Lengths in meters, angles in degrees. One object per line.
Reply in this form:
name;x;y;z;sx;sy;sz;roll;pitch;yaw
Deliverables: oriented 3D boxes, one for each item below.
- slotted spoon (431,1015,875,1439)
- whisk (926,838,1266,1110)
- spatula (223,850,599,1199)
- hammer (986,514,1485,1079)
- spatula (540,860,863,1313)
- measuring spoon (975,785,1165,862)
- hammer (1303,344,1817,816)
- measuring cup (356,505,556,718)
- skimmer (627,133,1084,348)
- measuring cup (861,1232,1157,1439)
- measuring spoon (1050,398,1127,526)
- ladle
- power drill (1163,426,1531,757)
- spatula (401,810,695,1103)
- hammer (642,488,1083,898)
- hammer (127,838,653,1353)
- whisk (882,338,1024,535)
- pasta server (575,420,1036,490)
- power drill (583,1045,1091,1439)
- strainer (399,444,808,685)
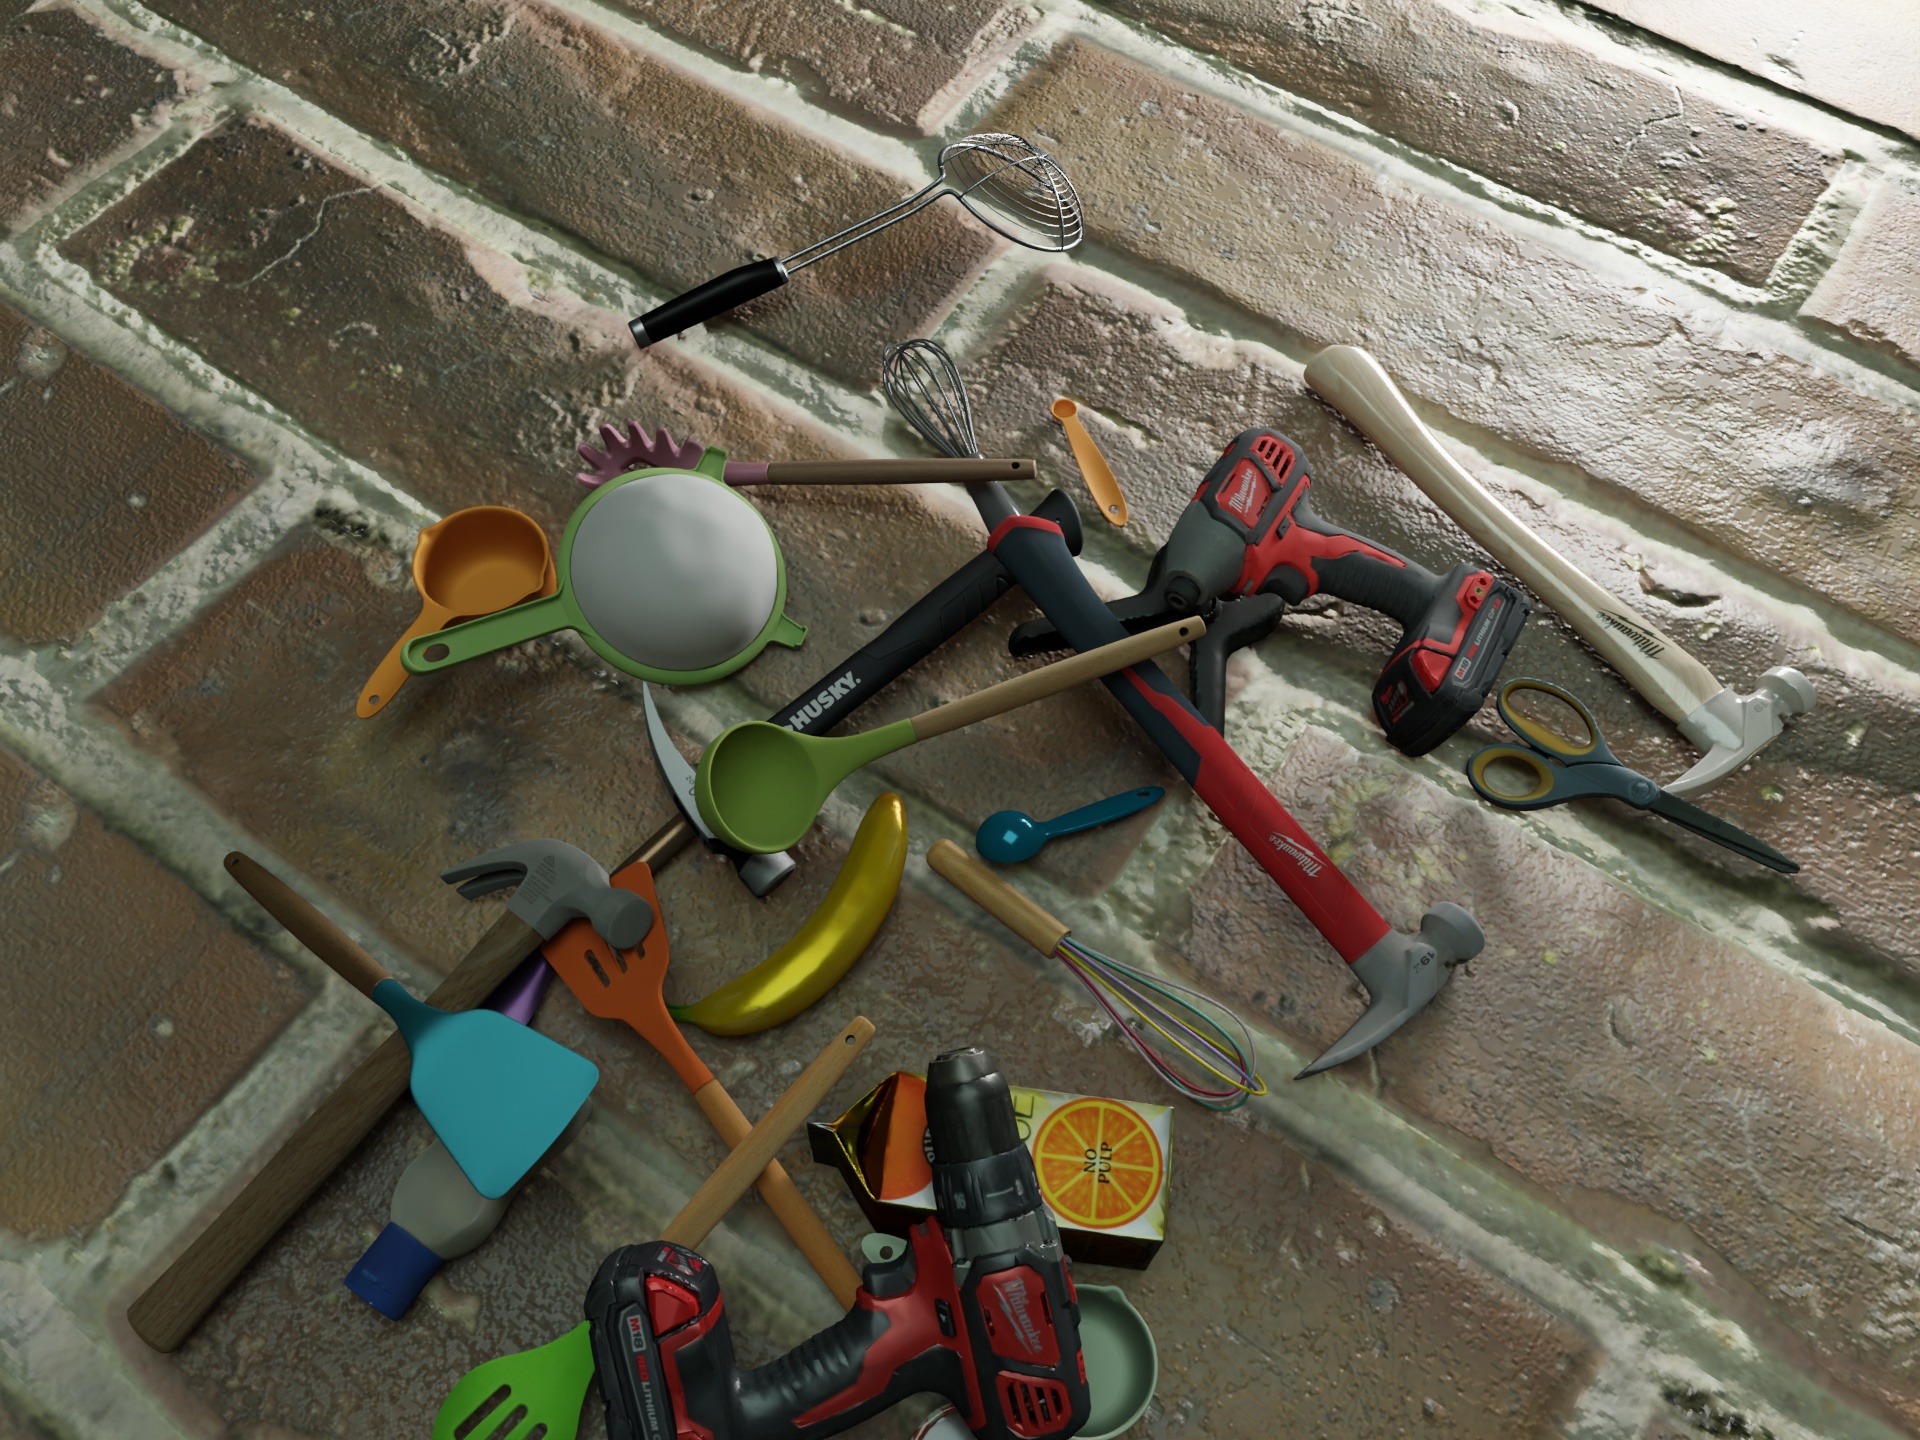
slotted spoon;-0.153;0.275;0.825;0.070;0.031;0.314;40;75;10
whisk;0.077;0.146;0.936;0.245;0.051;0.047;35;39;22
spatula;-0.327;0.145;0.881;0.318;0.044;0.082;26;68;37
hammer;0.136;0.031;0.967;0.143;0.038;0.386;-36;77;-19
spatula;-0.124;0.221;0.877;0.081;0.041;0.323;-39;76;1
measuring spoon;0.069;0.055;0.988;0.128;0.021;0.042;-17;32;-16
hammer;0.378;-0.115;1.096;0.146;0.038;0.411;-32;65;-17
measuring cup;-0.331;-0.059;1.034;0.095;0.052;0.174;24;64;12
skimmer;-0.077;-0.352;1.226;0.363;0.090;0.127;-26;64;-5
measuring cup;0.022;0.316;0.833;0.168;0.038;0.083;25;62;14
measuring spoon;0.093;-0.185;1.145;0.021;0.011;0.117;-18;65;-12
ladle;-0.001;-0.003;0.933;0.320;0.062;0.078;-20;93;-6
power drill;0.238;-0.081;1.021;0.219;0.078;0.143;34;63;4
spatula;-0.214;0.109;0.957;0.060;0.018;0.316;36;66;24
hammer;-0.049;-0.046;1.014;0.335;0.035;0.146;-40;82;-20
hammer;-0.321;0.198;0.877;0.130;0.031;0.331;27;67;37
whisk;0.008;-0.179;1.120;0.055;0.055;0.239;-23;68;-14
pasta server;-0.106;-0.173;1.093;0.316;0.040;0.060;0;76;8
power drill;-0.060;0.271;0.770;0.226;0.080;0.188;-12;84;-4
strainer;-0.224;-0.085;0.999;0.256;0.069;0.151;-22;84;-25
